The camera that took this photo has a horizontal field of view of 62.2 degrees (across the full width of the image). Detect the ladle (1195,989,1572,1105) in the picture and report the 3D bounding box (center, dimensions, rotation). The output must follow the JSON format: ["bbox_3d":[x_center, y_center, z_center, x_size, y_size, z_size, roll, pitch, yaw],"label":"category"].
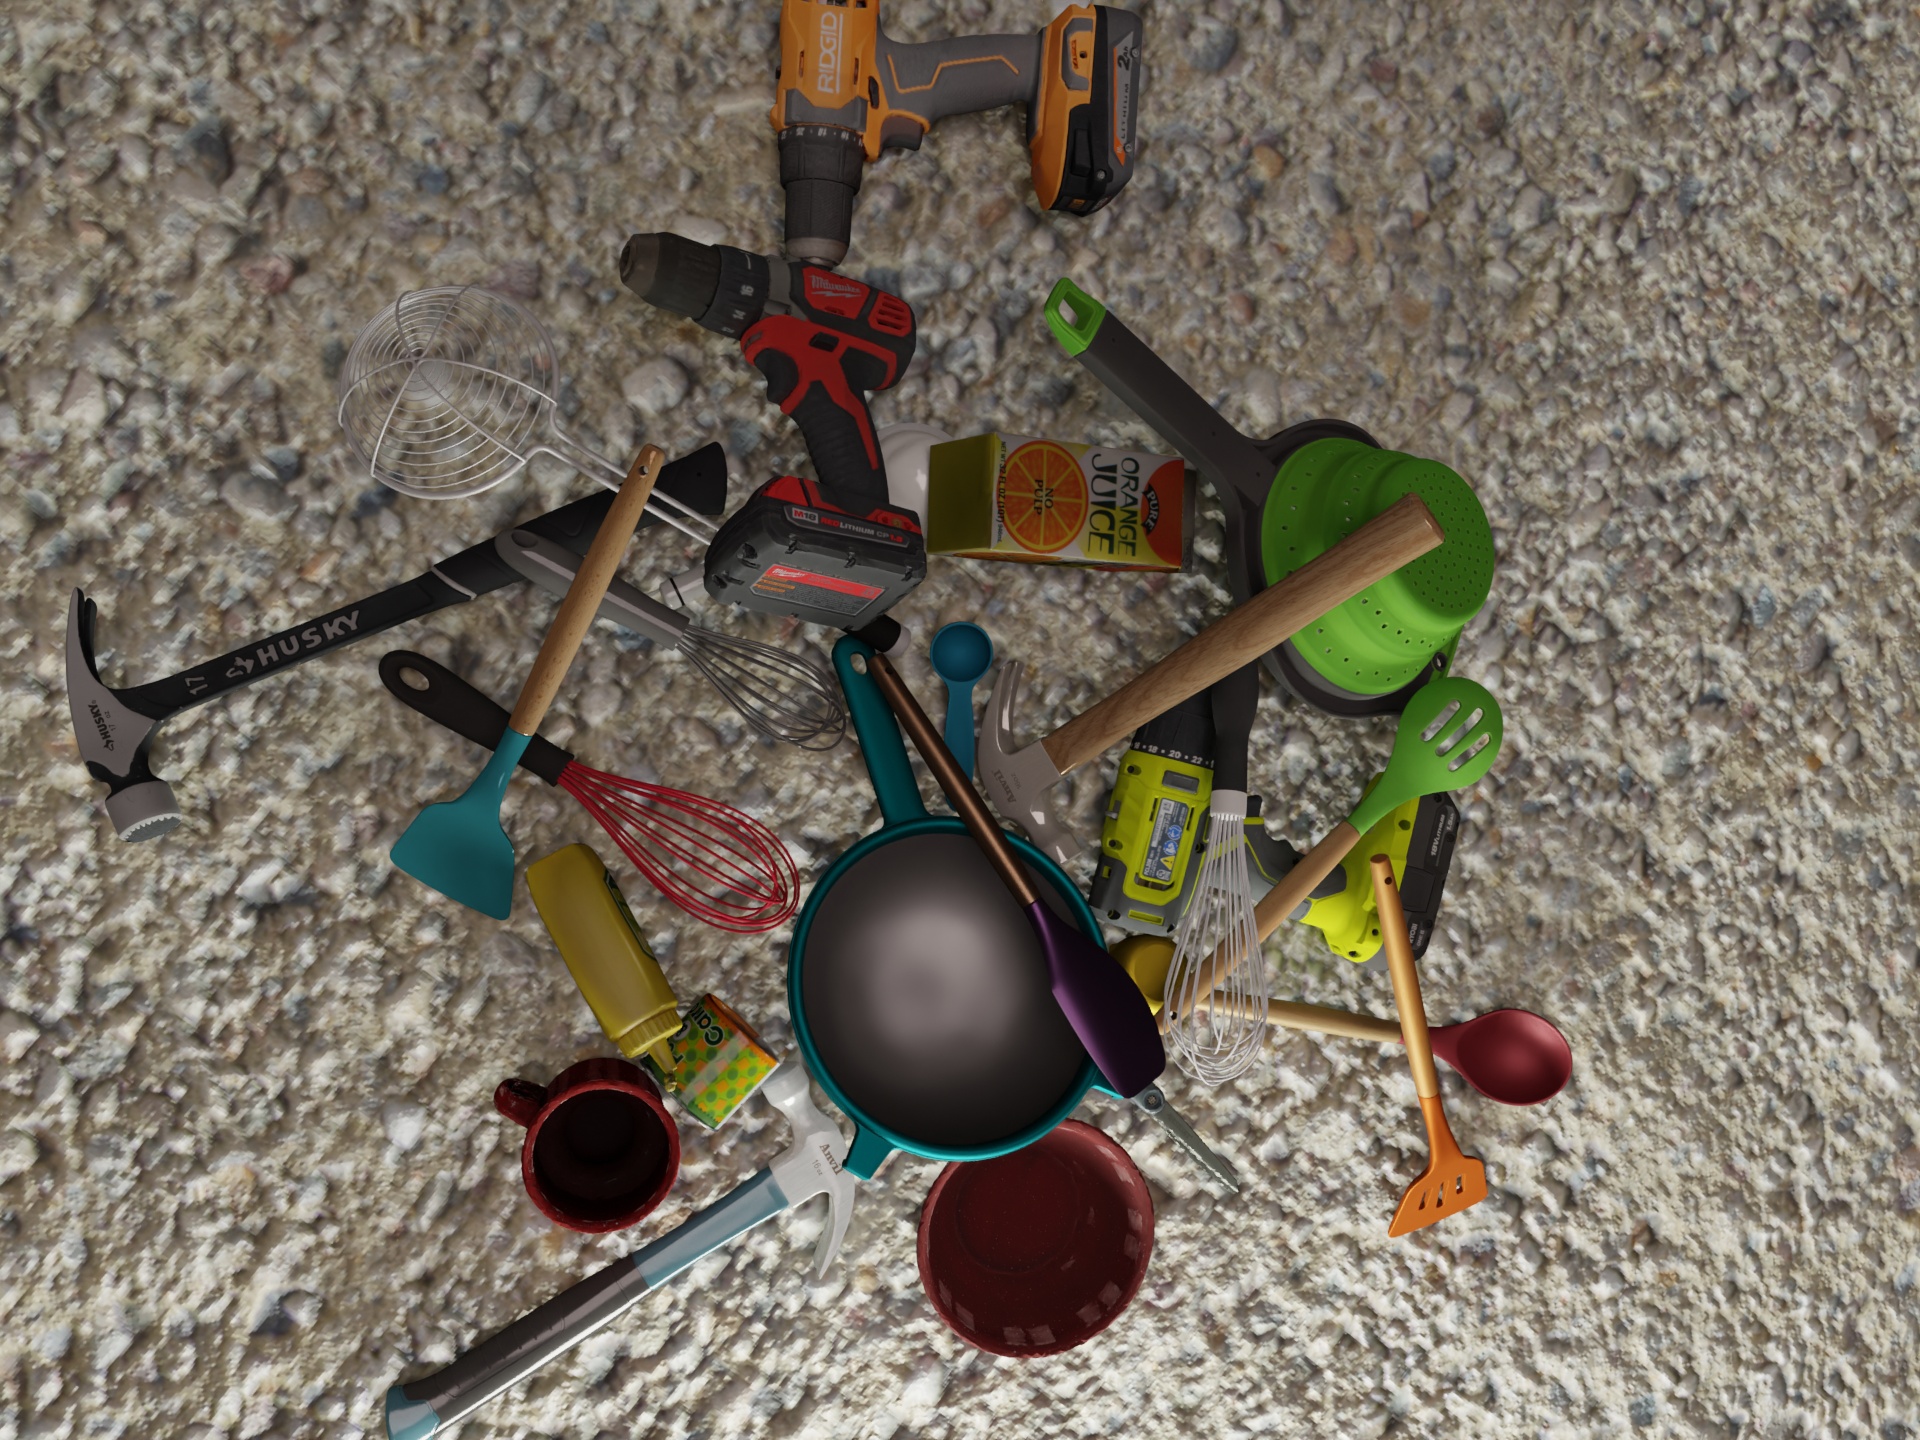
[{"bbox_3d":[0.286,0.219,1.127,0.315,0.031,0.069,12,87,-12],"label":"ladle"}]

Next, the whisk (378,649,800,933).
[{"bbox_3d":[-0.229,0.041,0.985,0.295,0.073,0.073,32,85,-6],"label":"whisk"}]

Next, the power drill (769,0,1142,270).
[{"bbox_3d":[-0.007,-0.371,1.006,0.226,0.084,0.185,3,92,-9],"label":"power drill"}]

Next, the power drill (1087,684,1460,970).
[{"bbox_3d":[0.212,0.066,1.078,0.228,0.080,0.190,15,89,-11],"label":"power drill"}]

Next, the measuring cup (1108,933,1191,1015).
[{"bbox_3d":[0.099,0.204,1.049,0.062,0.029,0.156,45,63,-5],"label":"measuring cup"}]

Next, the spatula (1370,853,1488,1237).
[{"bbox_3d":[0.309,0.228,1.082,0.081,0.041,0.322,-20,112,-8],"label":"spatula"}]

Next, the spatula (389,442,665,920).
[{"bbox_3d":[-0.245,-0.020,0.931,0.082,0.044,0.317,29,103,-3],"label":"spatula"}]

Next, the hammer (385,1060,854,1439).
[{"bbox_3d":[-0.215,0.358,1.013,0.331,0.033,0.128,-31,98,-10],"label":"hammer"}]

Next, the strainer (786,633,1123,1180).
[{"bbox_3d":[-0.035,0.114,1.024,0.211,0.095,0.340,-12,74,-23],"label":"strainer"}]

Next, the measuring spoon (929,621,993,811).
[{"bbox_3d":[-0.002,-0.003,1.057,0.042,0.021,0.128,1,102,-7],"label":"measuring spoon"}]

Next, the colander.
[{"bbox_3d":[0.219,-0.152,1.008,0.396,0.094,0.205,37,64,-23],"label":"colander"}]

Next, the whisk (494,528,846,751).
[{"bbox_3d":[-0.171,-0.050,0.958,0.239,0.055,0.055,29,86,-13],"label":"whisk"}]

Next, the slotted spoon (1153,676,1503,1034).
[{"bbox_3d":[0.238,0.090,1.032,0.314,0.031,0.070,-44,92,-3],"label":"slotted spoon"}]

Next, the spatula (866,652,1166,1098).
[{"bbox_3d":[0.032,0.091,0.994,0.060,0.018,0.316,-30,84,-38],"label":"spatula"}]

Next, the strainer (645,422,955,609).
[{"bbox_3d":[-0.088,-0.125,1.018,0.258,0.050,0.087,-27,83,-7],"label":"strainer"}]

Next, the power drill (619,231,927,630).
[{"bbox_3d":[-0.109,-0.180,0.936,0.187,0.080,0.227,11,62,-32],"label":"power drill"}]

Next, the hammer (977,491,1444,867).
[{"bbox_3d":[0.147,-0.038,0.992,0.331,0.031,0.130,-34,82,23],"label":"hammer"}]

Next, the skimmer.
[{"bbox_3d":[-0.189,-0.130,0.957,0.363,0.090,0.127,29,82,-30],"label":"skimmer"}]

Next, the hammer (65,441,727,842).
[{"bbox_3d":[-0.327,-0.079,0.956,0.409,0.036,0.149,-25,81,-14],"label":"hammer"}]

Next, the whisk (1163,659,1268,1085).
[{"bbox_3d":[0.166,0.085,1.002,0.070,0.070,0.285,8,77,-13],"label":"whisk"}]
